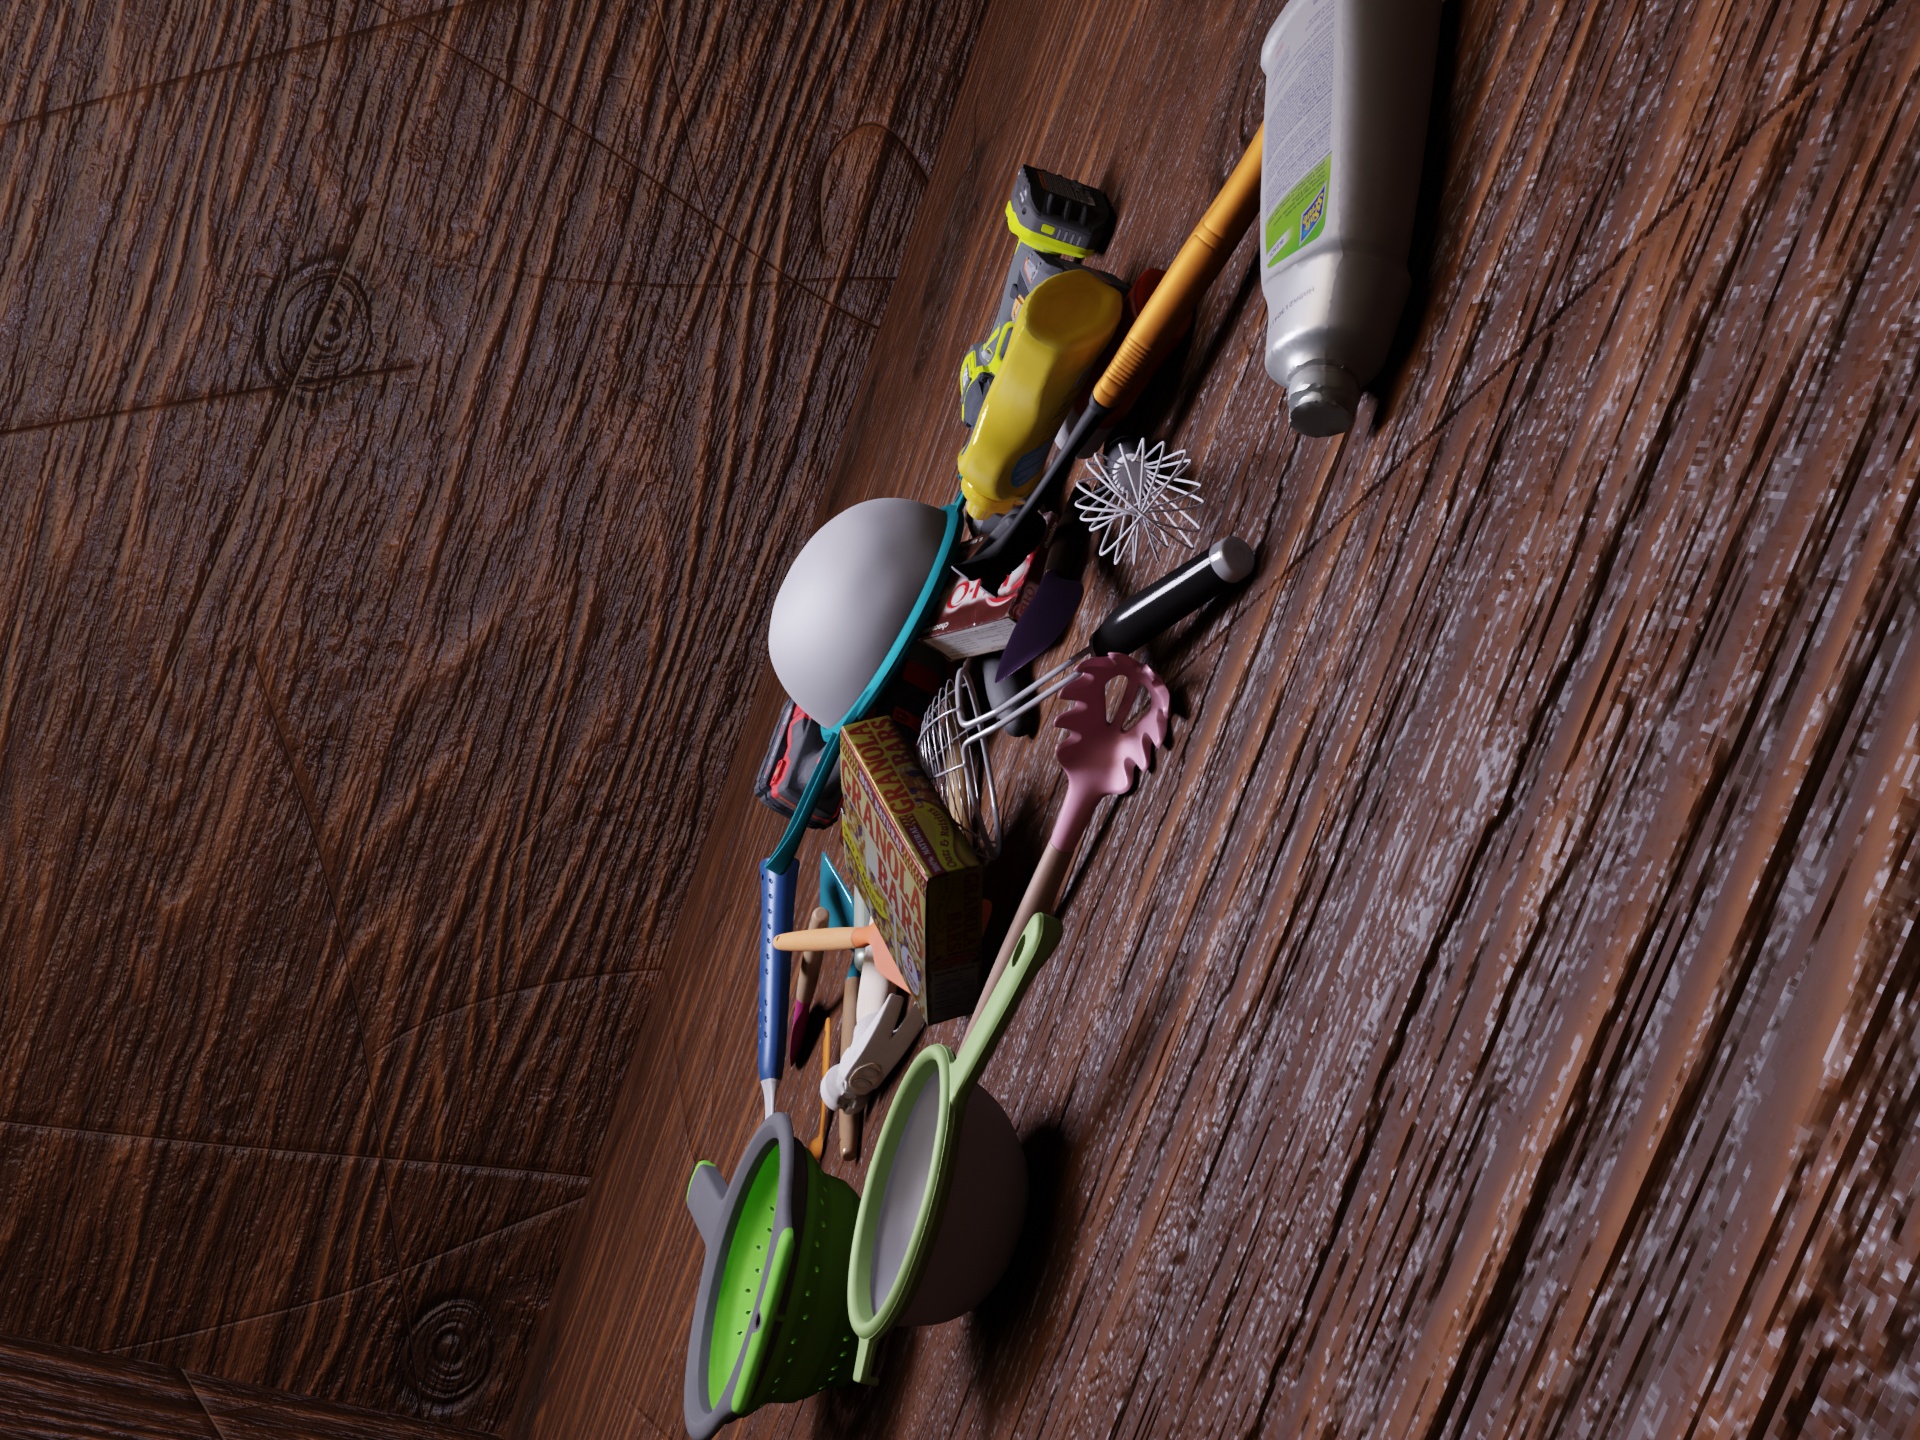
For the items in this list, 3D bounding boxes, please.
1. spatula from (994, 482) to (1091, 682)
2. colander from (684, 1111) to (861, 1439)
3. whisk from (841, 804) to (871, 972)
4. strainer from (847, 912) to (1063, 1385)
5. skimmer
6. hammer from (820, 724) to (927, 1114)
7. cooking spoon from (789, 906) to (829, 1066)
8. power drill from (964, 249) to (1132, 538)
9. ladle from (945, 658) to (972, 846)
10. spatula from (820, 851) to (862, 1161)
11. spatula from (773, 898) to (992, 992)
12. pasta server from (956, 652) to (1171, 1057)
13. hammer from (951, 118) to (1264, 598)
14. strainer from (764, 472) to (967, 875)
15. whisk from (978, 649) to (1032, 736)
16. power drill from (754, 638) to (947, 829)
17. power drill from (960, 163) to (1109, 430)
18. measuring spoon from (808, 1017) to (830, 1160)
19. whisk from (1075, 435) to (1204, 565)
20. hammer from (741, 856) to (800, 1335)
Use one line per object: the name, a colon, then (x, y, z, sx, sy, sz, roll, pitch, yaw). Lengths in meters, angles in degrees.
spatula: (0.064, -0.099, 1.001, 0.060, 0.018, 0.316, -36, 14, 23)
colander: (-0.126, 0.371, 1.111, 0.397, 0.094, 0.204, 168, 119, -74)
whisk: (-0.079, 0.125, 1.395, 0.247, 0.059, 0.057, -93, -12, -50)
strainer: (0.016, 0.206, 0.802, 0.152, 0.069, 0.256, -91, 23, -62)
skimmer: (0.074, -0.018, 0.947, 0.363, 0.090, 0.127, -35, 56, 53)
hammer: (-0.048, 0.107, 1.294, 0.411, 0.038, 0.146, -84, 19, -44)
cooking spoon: (-0.137, 0.237, 1.422, 0.318, 0.017, 0.069, 106, 170, -58)
power drill: (0.057, -0.246, 1.251, 0.185, 0.084, 0.226, -100, 26, -68)
ladle: (-0.002, -0.004, 1.234, 0.031, 0.069, 0.316, -32, 39, 27)
spatula: (-0.100, 0.237, 1.317, 0.318, 0.044, 0.082, -94, 8, -56)
spatula: (-0.075, 0.166, 1.173, 0.081, 0.041, 0.322, -63, 18, -19)
pasta server: (0.046, 0.095, 0.902, 0.040, 0.060, 0.316, -40, -26, -60)
hammer: (0.104, -0.220, 0.966, 0.336, 0.034, 0.127, -55, -1, 27)
strainer: (-0.108, -0.044, 1.202, 0.211, 0.095, 0.341, -42, 22, 54)
whisk: (0.024, -0.048, 1.186, 0.239, 0.055, 0.055, -106, 36, -61)
power drill: (-0.085, 0.001, 1.364, 0.219, 0.078, 0.143, -33, 34, 51)
power drill: (0.057, -0.366, 1.423, 0.171, 0.080, 0.223, -93, 20, -60)
measuring spoon: (-0.117, 0.306, 1.325, 0.021, 0.011, 0.117, 128, 147, -68)
whisk: (0.100, -0.137, 0.910, 0.285, 0.070, 0.070, -74, 5, -74)
hammer: (-0.154, 0.306, 1.307, 0.144, 0.035, 0.406, 131, 143, -58)
